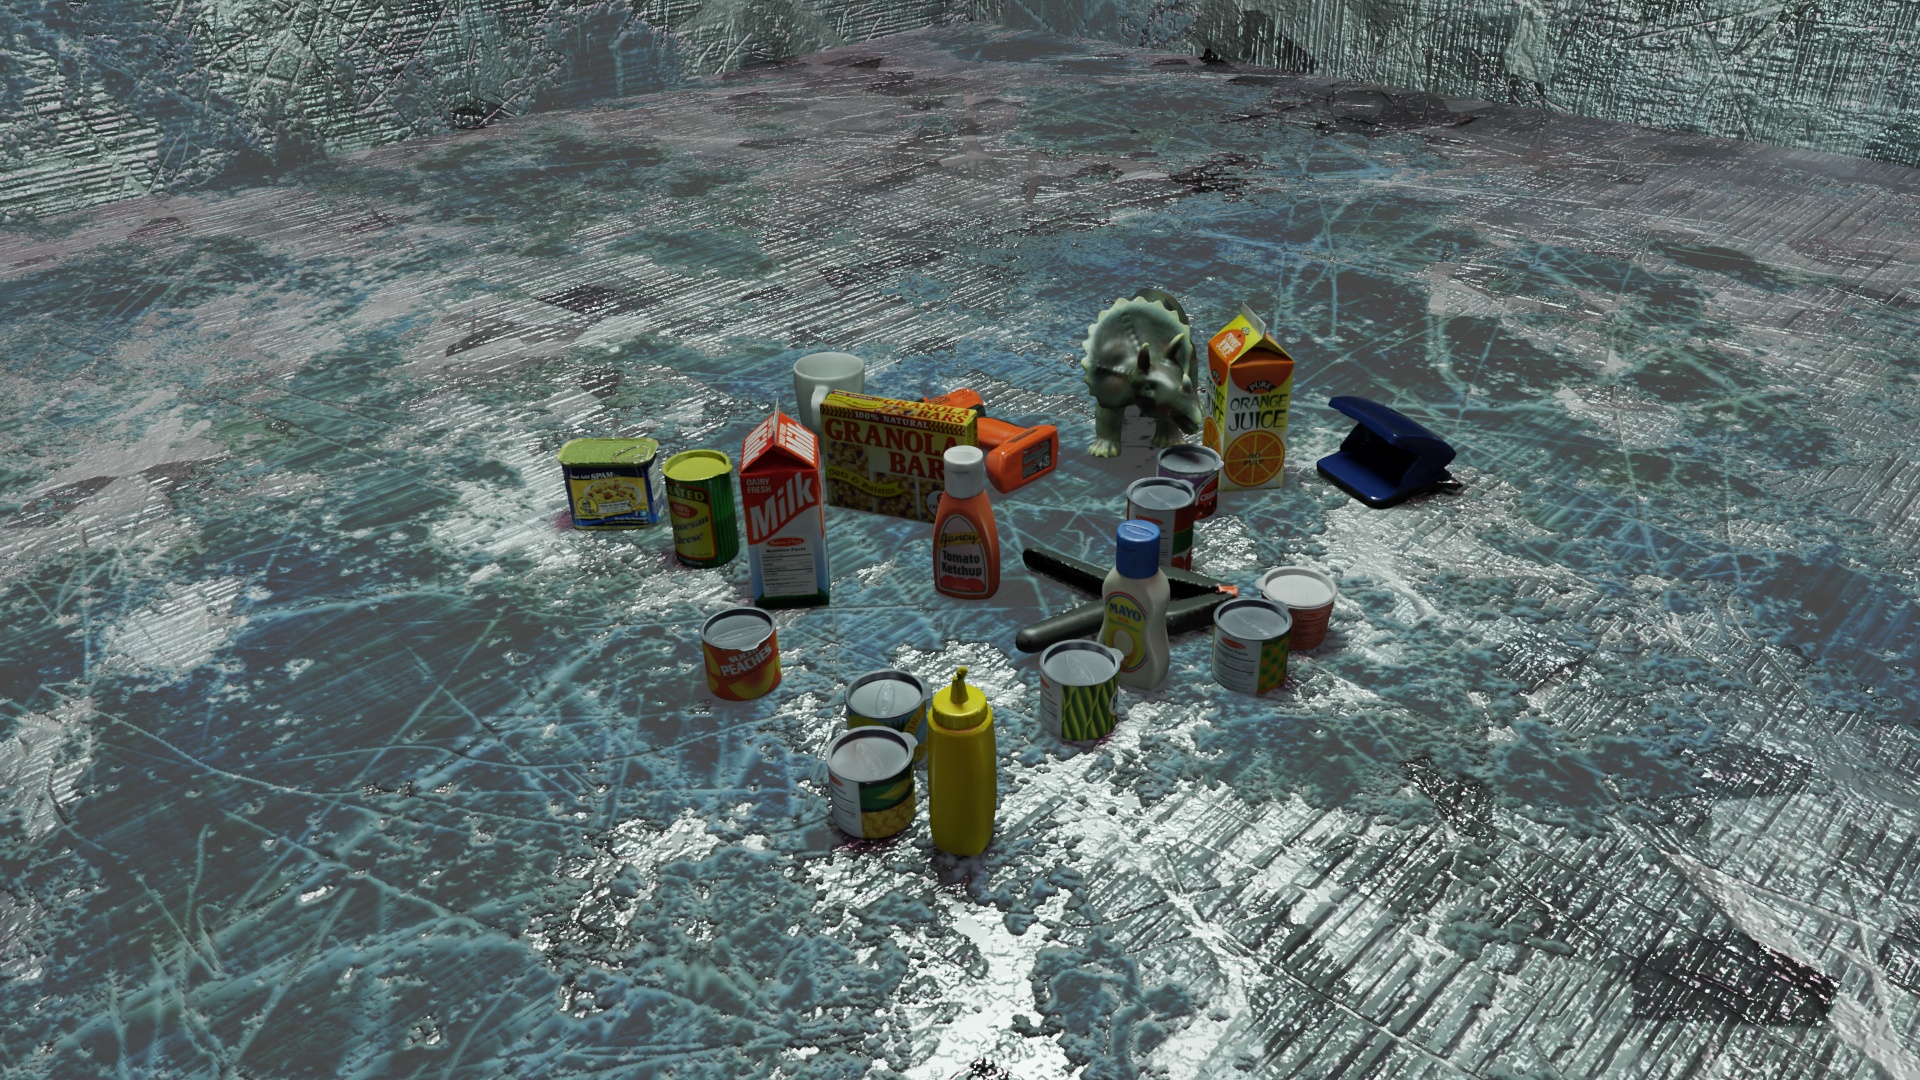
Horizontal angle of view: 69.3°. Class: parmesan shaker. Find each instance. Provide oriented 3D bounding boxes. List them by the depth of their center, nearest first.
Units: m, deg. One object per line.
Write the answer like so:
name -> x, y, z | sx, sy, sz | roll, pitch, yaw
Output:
parmesan shaker -> -0.257, -0.031, 1.396 | 0.071, 0.102, 0.071 | -1, 30, 1

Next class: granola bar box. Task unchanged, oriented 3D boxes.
granola bar box -> -0.062, -0.086, 1.458 | 0.165, 0.123, 0.039 | 10, 32, 20

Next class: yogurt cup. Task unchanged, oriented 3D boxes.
yogurt cup -> 0.303, 0.063, 1.255 | 0.072, 0.053, 0.073 | -1, 30, 1

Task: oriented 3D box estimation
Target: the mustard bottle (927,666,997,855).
mustard bottle -> 0.001, 0.154, 1.012 | 0.049, 0.159, 0.065 | 3, 31, 9

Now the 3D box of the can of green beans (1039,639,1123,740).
can of green beans -> 0.099, 0.125, 1.157 | 0.071, 0.057, 0.071 | -1, 30, 1

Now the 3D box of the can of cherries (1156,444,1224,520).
can of cherries -> 0.241, -0.061, 1.464 | 0.071, 0.058, 0.072 | -1, 30, 1

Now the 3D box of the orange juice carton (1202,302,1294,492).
orange juice carton -> 0.307, -0.153, 1.486 | 0.073, 0.191, 0.072 | -6, 30, -6

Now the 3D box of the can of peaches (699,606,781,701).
can of peaches -> -0.191, 0.100, 1.214 | 0.071, 0.057, 0.071 | -1, 30, 1

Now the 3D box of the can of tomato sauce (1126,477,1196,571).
can of tomato sauce -> 0.196, -0.011, 1.358 | 0.071, 0.082, 0.071 | -1, 30, 1

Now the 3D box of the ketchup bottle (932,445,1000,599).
ketchup bottle -> 0.005, -0.016, 1.313 | 0.065, 0.148, 0.044 | 7, 31, 15

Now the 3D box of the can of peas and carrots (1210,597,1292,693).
can of peas and carrots -> 0.254, 0.090, 1.207 | 0.071, 0.058, 0.071 | -1, 30, 1

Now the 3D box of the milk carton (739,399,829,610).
milk carton -> -0.166, -0.034, 1.310 | 0.073, 0.189, 0.073 | -4, 30, -3

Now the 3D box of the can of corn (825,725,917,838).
can of corn -> -0.065, 0.184, 1.064 | 0.071, 0.058, 0.071 | -1, 30, 1

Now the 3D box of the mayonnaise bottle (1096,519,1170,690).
mayonnaise bottle -> 0.149, 0.055, 1.185 | 0.065, 0.147, 0.041 | 19, 36, 31

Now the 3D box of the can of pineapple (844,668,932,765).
can of pineapple -> -0.058, 0.147, 1.128 | 0.071, 0.057, 0.071 | -1, 30, 1
